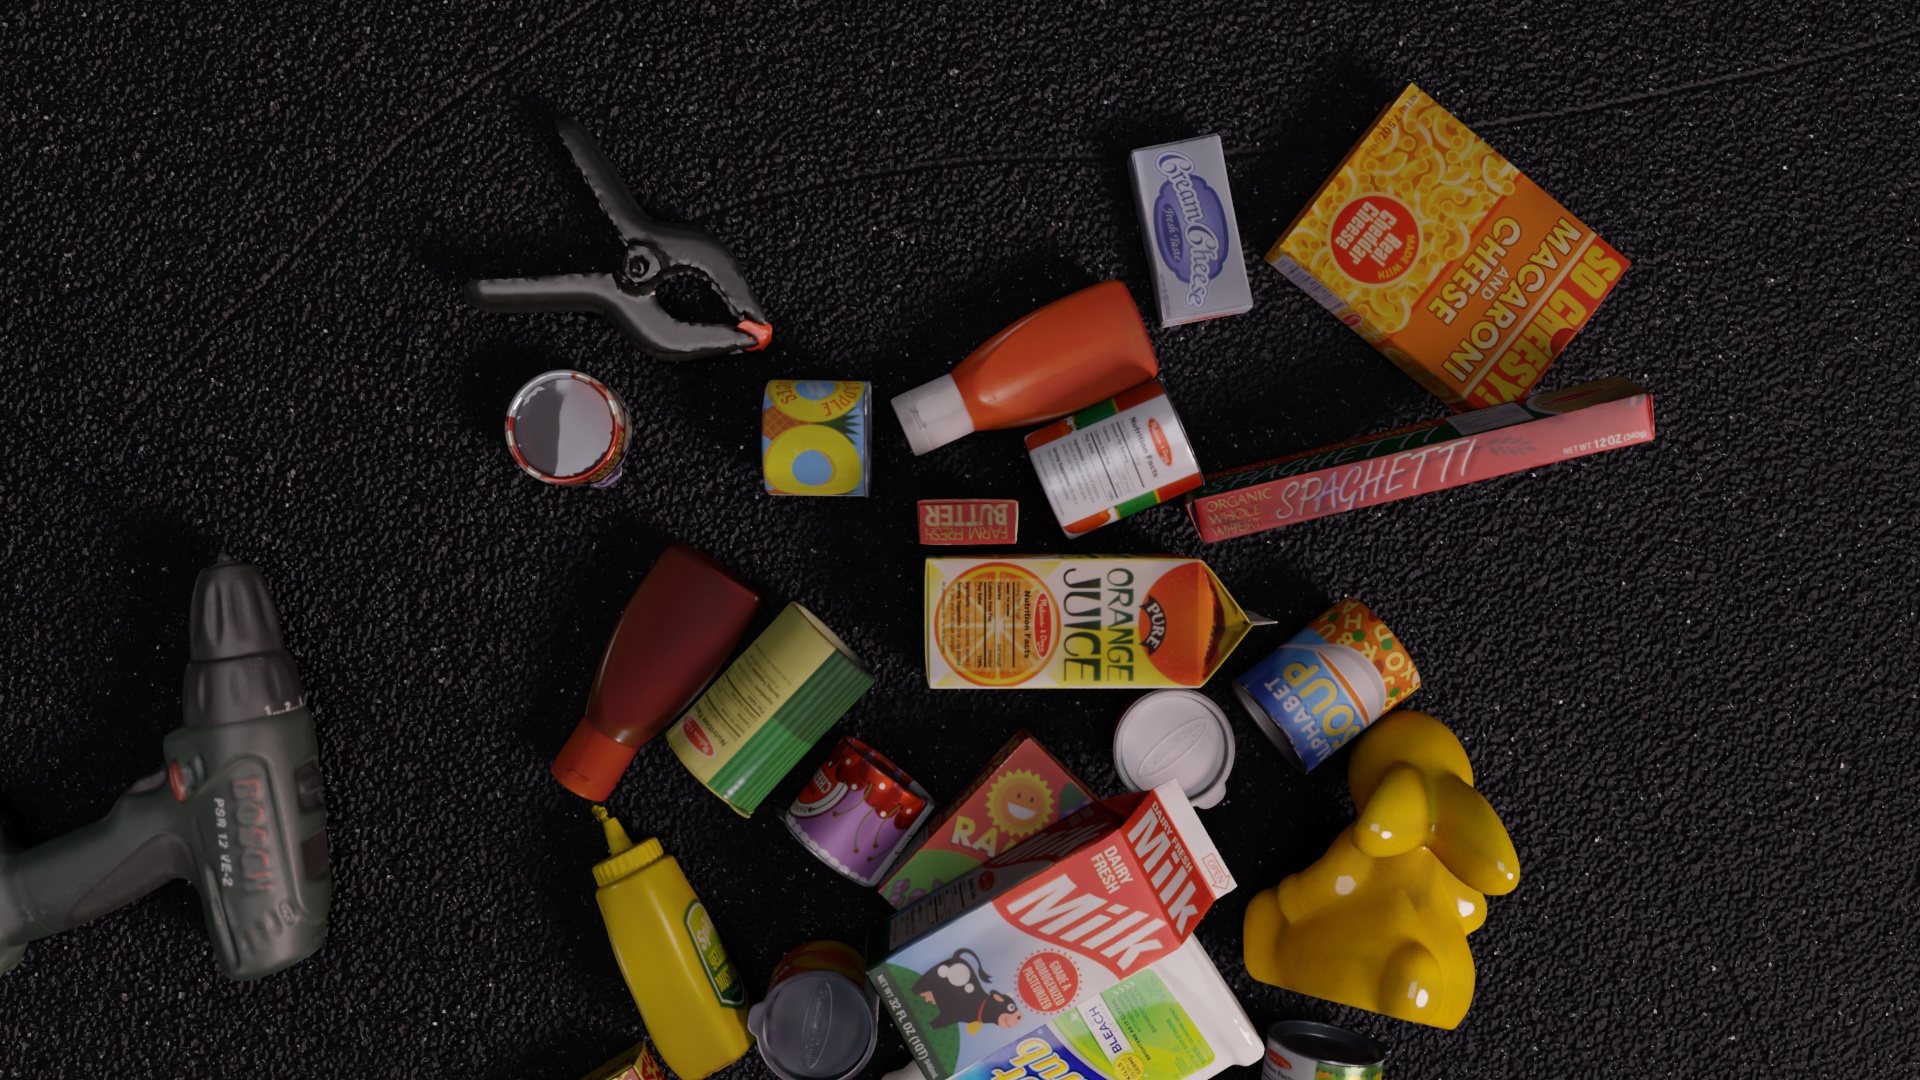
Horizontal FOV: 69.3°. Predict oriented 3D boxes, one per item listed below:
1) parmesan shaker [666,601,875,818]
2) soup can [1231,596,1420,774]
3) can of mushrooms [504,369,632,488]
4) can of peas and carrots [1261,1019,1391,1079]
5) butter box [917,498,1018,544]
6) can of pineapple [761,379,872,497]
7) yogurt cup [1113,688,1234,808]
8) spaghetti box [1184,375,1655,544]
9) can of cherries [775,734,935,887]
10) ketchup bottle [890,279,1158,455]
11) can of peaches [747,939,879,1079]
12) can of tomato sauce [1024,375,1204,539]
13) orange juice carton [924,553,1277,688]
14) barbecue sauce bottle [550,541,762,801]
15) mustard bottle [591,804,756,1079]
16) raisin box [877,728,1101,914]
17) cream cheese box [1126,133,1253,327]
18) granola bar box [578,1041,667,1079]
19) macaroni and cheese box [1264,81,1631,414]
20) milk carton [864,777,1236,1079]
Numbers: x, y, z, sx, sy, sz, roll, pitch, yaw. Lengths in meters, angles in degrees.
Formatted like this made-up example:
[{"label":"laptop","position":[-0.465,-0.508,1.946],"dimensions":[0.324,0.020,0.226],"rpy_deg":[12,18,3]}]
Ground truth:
[{"label":"parmesan shaker","position":[-0.104,0.095,0.780],"dimensions":[0.071,0.071,0.103],"rpy_deg":[44,88,-1]},{"label":"soup can","position":[0.208,0.082,0.789],"dimensions":[0.084,0.071,0.071],"rpy_deg":[-37,91,-2]},{"label":"can of mushrooms","position":[-0.222,-0.062,0.794],"dimensions":[0.071,0.033,0.071],"rpy_deg":[0,89,-2]},{"label":"can of peas and carrots","position":[0.207,0.314,0.792],"dimensions":[0.071,0.071,0.058],"rpy_deg":[8,91,-2]},{"label":"butter box","position":[0.003,-0.010,0.766],"dimensions":[0.053,0.103,0.024],"rpy_deg":[0,90,-1]},{"label":"can of pineapple","position":[-0.080,-0.059,0.781],"dimensions":[0.058,0.071,0.071],"rpy_deg":[1,90,-1]},{"label":"yogurt cup","position":[0.118,0.115,0.795],"dimensions":[0.072,0.054,0.072],"rpy_deg":[0,90,-2]},{"label":"spaghetti box","position":[0.250,-0.045,0.777],"dimensions":[0.250,0.050,0.028],"rpy_deg":[-14,105,10]},{"label":"can of cherries","position":[-0.059,0.150,0.782],"dimensions":[0.071,0.071,0.058],"rpy_deg":[37,89,-2]},{"label":"ketchup bottle","position":[0.035,-0.094,0.797],"dimensions":[0.149,0.043,0.064],"rpy_deg":[-23,94,-2]},{"label":"can of peaches","position":[-0.081,0.266,0.786],"dimensions":[0.071,0.058,0.071],"rpy_deg":[0,91,-1]},{"label":"can of tomato sauce","position":[0.087,-0.046,0.785],"dimensions":[0.083,0.071,0.071],"rpy_deg":[-23,91,7]},{"label":"orange juice carton","position":[0.076,0.044,0.785],"dimensions":[0.193,0.072,0.073],"rpy_deg":[0,90,-2]},{"label":"barbecue sauce bottle","position":[-0.177,0.077,0.790],"dimensions":[0.065,0.043,0.148],"rpy_deg":[33,89,-1]},{"label":"mustard bottle","position":[-0.168,0.220,0.781],"dimensions":[0.049,0.065,0.160],"rpy_deg":[-27,87,3]},{"label":"raisin box","position":[0.025,0.182,0.799],"dimensions":[0.086,0.040,0.123],"rpy_deg":[44,90,-1]},{"label":"cream cheese box","position":[0.133,-0.180,0.811],"dimensions":[0.053,0.024,0.103],"rpy_deg":[-11,90,-2]},{"label":"granola bar box","position":[-0.194,0.393,0.791],"dimensions":[0.124,0.039,0.165],"rpy_deg":[-31,91,-2]},{"label":"macaroni and cheese box","position":[0.282,-0.162,0.808],"dimensions":[0.166,0.040,0.123],"rpy_deg":[38,90,-1]},{"label":"milk carton","position":[0.049,0.202,0.743],"dimensions":[0.191,0.073,0.072],"rpy_deg":[-29,93,-2]}]
